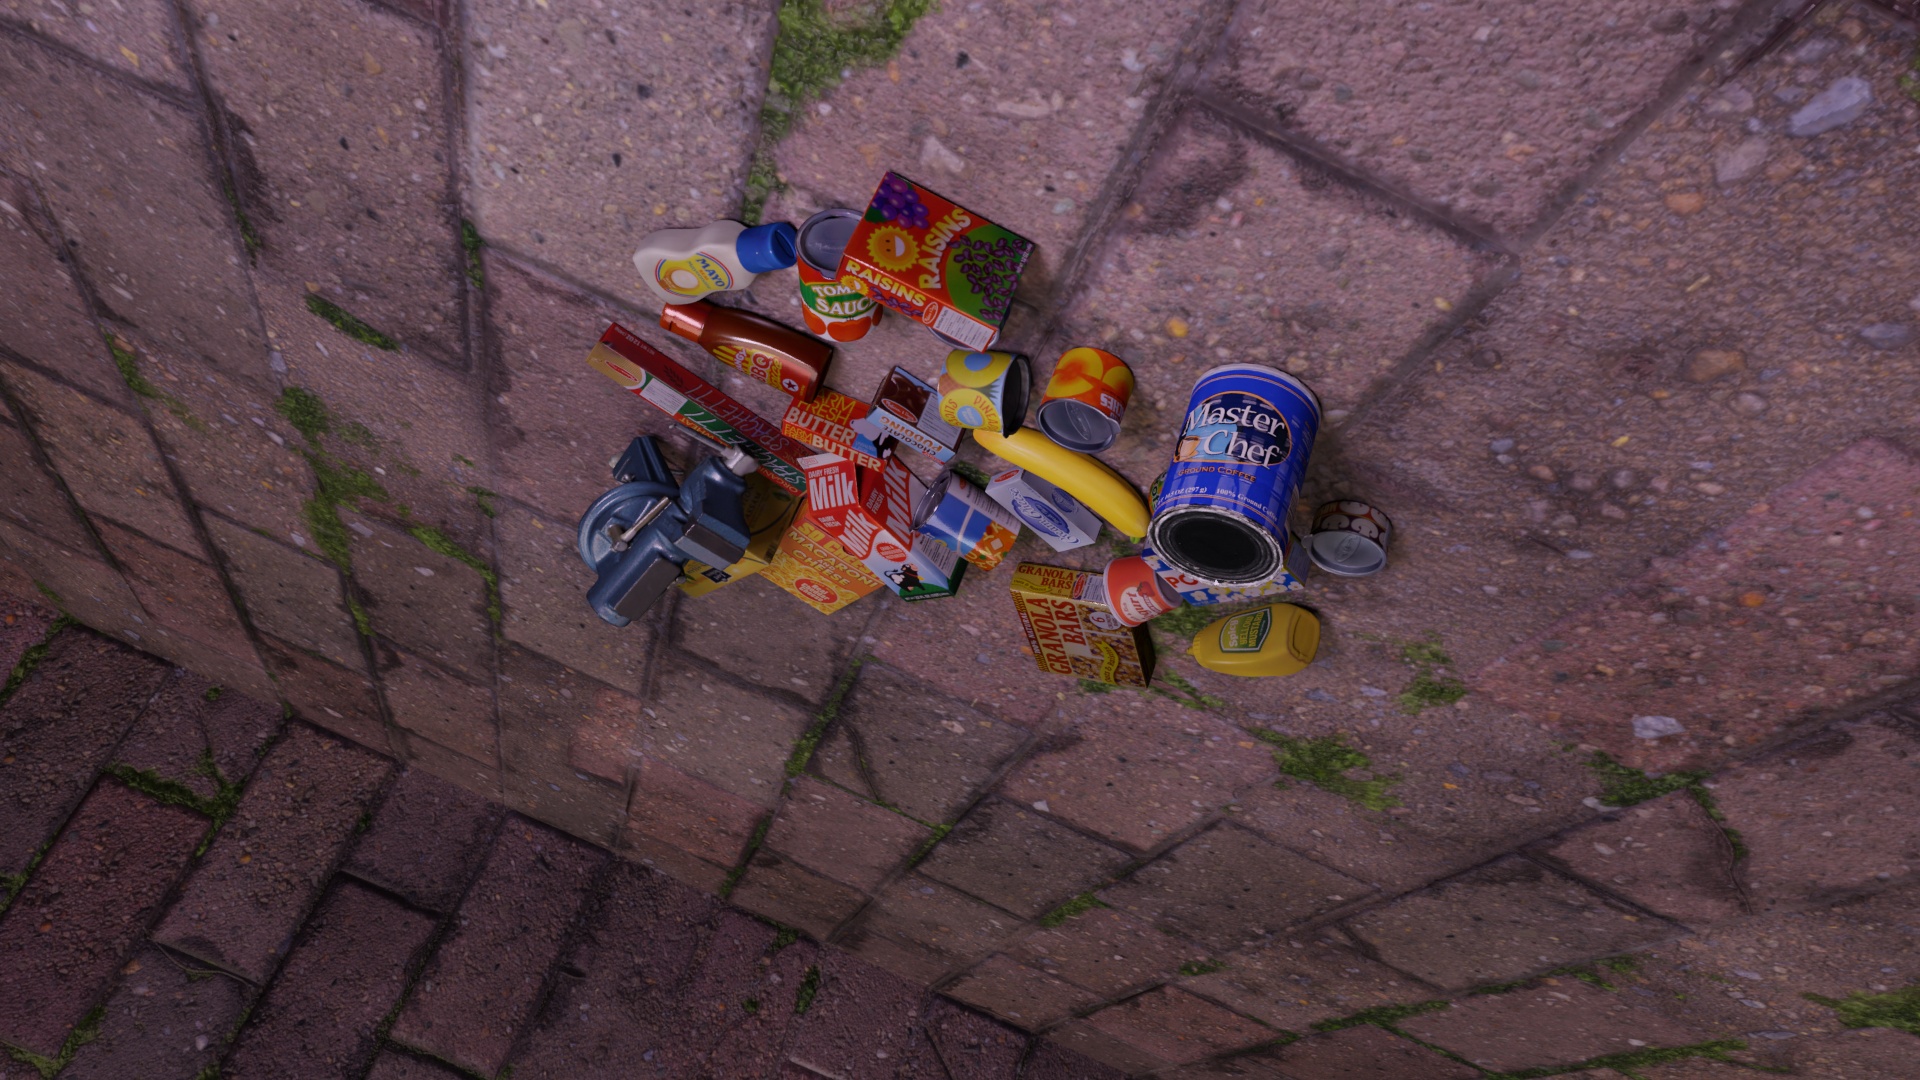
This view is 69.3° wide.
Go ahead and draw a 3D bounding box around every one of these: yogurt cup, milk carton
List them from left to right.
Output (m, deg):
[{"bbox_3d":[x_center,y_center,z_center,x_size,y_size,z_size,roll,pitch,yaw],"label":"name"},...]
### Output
[{"bbox_3d":[-0.075,-0.025,1.353,0.072,0.074,0.190,-9,138,42],"label":"milk carton"},{"bbox_3d":[0.175,0.043,1.309,0.054,0.073,0.072,-19,131,38],"label":"yogurt cup"}]

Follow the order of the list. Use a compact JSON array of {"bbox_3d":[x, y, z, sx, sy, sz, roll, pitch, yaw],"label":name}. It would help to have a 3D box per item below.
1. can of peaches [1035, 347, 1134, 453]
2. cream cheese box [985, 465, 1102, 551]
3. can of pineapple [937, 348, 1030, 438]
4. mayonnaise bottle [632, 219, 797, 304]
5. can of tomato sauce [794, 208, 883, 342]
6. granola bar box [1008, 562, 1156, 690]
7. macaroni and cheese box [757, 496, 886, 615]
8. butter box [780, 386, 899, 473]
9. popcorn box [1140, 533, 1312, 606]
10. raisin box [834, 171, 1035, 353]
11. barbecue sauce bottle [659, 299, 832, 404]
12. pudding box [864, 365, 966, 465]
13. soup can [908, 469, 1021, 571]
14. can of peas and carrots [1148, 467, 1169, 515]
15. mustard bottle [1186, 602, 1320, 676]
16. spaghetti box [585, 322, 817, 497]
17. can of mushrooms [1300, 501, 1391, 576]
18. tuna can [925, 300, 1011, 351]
[{"bbox_3d":[0.102,-0.112,1.110,0.071,0.058,0.071,16,149,10],"label":"can of peaches"},{"bbox_3d":[0.078,-0.031,1.292,0.103,0.024,0.053,38,148,-25],"label":"cream cheese box"},{"bbox_3d":[0.019,-0.122,1.138,0.058,0.071,0.070,10,148,21],"label":"can of pineapple"},{"bbox_3d":[-0.197,-0.230,1.133,0.148,0.041,0.064,-2,141,36],"label":"mayonnaise bottle"},{"bbox_3d":[-0.092,-0.203,1.079,0.071,0.071,0.082,18,150,8],"label":"can of tomato sauce"},{"bbox_3d":[0.129,0.089,1.437,0.124,0.039,0.164,8,148,22],"label":"granola bar box"},{"bbox_3d":[-0.149,0.017,1.503,0.123,0.040,0.166,33,149,-20],"label":"macaroni and cheese box"},{"bbox_3d":[-0.106,-0.104,1.265,0.103,0.053,0.024,21,148,2],"label":"butter box"},{"bbox_3d":[0.237,0.014,1.245,0.126,0.038,0.085,-14,134,46],"label":"popcorn box"},{"bbox_3d":[-0.019,-0.203,1.014,0.123,0.086,0.040,26,154,-6],"label":"raisin box"},{"bbox_3d":[-0.188,-0.173,1.217,0.148,0.044,0.064,24,151,-3],"label":"barbecue sauce bottle"},{"bbox_3d":[-0.037,-0.109,1.215,0.083,0.050,0.030,31,147,-15],"label":"pudding box"},{"bbox_3d":[0.005,-0.017,1.317,0.084,0.072,0.071,31,149,-16],"label":"soup can"},{"bbox_3d":[0.196,-0.041,1.155,0.071,0.071,0.058,28,150,-9],"label":"can of peas and carrots"},{"bbox_3d":[0.271,0.100,1.338,0.049,0.065,0.160,33,152,-26],"label":"mustard bottle"},{"bbox_3d":[-0.244,-0.123,1.350,0.250,0.029,0.050,33,148,-18],"label":"spaghetti box"},{"bbox_3d":[0.324,-0.002,1.166,0.071,0.033,0.070,16,150,10],"label":"can of mushrooms"},{"bbox_3d":[0.005,-0.183,1.085,0.071,0.033,0.070,16,150,10],"label":"tuna can"}]
